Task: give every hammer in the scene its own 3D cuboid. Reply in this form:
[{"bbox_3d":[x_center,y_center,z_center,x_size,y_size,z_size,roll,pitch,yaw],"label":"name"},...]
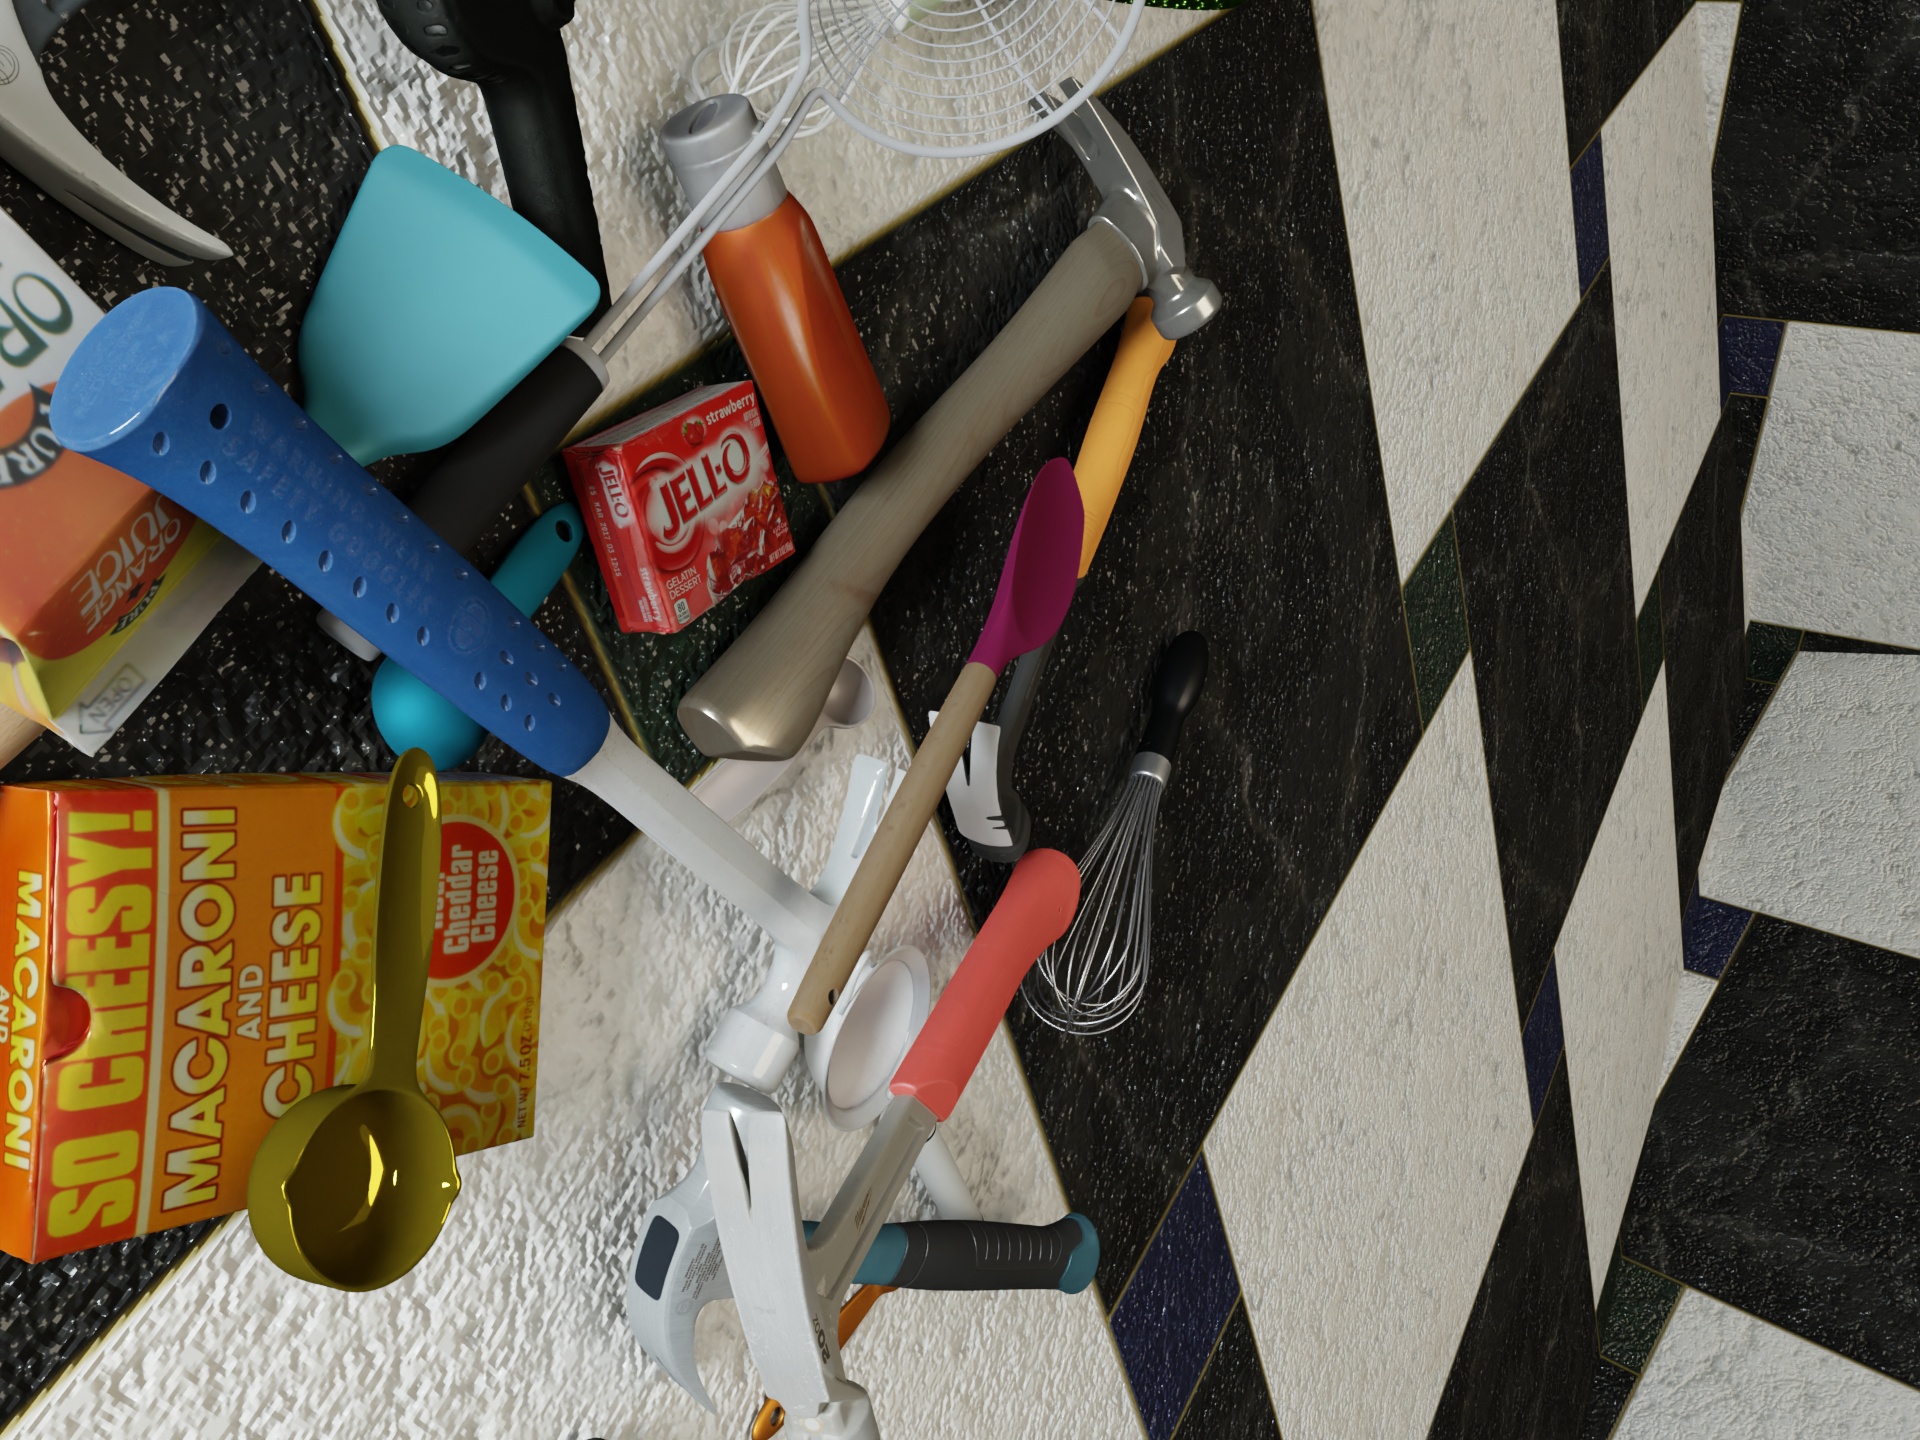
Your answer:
[{"bbox_3d":[-0.005,-0.142,0.738,0.146,0.038,0.411,52,54,-23],"label":"hammer"},{"bbox_3d":[-0.166,-0.302,0.499,0.409,0.036,0.149,-59,139,-35],"label":"hammer"},{"bbox_3d":[-0.025,0.244,0.730,0.330,0.033,0.128,27,87,-52],"label":"hammer"},{"bbox_3d":[-0.008,0.135,0.683,0.359,0.037,0.149,-50,133,-62],"label":"hammer"},{"bbox_3d":[0.059,-0.099,0.833,0.127,0.034,0.337,74,32,-58],"label":"hammer"},{"bbox_3d":[-0.114,0.006,0.511,0.144,0.035,0.405,-61,152,-15],"label":"hammer"}]

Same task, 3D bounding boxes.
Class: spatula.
[{"bbox_3d":[-0.224,-0.040,0.430,0.082,0.044,0.318,35,58,-2],"label":"spatula"}]

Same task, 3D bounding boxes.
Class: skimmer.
[{"bbox_3d":[-0.069,-0.156,0.533,0.363,0.090,0.127,-54,150,-16],"label":"skimmer"}]

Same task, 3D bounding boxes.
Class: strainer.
[{"bbox_3d":[-0.026,0.187,0.753,0.087,0.050,0.258,-54,140,-33],"label":"strainer"}]

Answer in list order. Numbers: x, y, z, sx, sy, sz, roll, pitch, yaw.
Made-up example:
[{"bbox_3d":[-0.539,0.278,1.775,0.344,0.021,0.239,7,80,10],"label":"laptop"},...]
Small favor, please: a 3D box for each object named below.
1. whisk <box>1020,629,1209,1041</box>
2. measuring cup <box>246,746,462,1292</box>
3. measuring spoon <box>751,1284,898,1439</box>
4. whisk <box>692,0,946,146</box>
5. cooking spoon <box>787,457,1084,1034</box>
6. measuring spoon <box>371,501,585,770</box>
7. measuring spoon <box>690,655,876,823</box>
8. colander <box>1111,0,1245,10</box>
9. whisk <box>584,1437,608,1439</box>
[{"bbox_3d":[0.101,0.055,0.914,0.070,0.070,0.285,57,44,-42],"label":"whisk"},{"bbox_3d":[-0.175,0.085,0.469,0.062,0.029,0.157,24,62,-55],"label":"measuring cup"},{"bbox_3d":[-0.058,0.291,0.740,0.117,0.011,0.021,-40,125,-47],"label":"measuring spoon"},{"bbox_3d":[-0.037,-0.303,0.686,0.246,0.058,0.059,-54,169,-42],"label":"whisk"},{"bbox_3d":[-0.001,-0.002,0.668,0.319,0.017,0.068,-64,145,-39],"label":"cooking spoon"},{"bbox_3d":[-0.153,-0.036,0.539,0.042,0.021,0.129,53,40,-30],"label":"measuring spoon"},{"bbox_3d":[-0.082,0.013,0.677,0.124,0.018,0.034,-44,103,-37],"label":"measuring spoon"},{"bbox_3d":[0.109,-0.405,0.804,0.397,0.204,0.094,-44,145,-67],"label":"colander"},{"bbox_3d":[-0.110,0.382,0.646,0.055,0.055,0.238,-41,122,-46],"label":"whisk"}]
